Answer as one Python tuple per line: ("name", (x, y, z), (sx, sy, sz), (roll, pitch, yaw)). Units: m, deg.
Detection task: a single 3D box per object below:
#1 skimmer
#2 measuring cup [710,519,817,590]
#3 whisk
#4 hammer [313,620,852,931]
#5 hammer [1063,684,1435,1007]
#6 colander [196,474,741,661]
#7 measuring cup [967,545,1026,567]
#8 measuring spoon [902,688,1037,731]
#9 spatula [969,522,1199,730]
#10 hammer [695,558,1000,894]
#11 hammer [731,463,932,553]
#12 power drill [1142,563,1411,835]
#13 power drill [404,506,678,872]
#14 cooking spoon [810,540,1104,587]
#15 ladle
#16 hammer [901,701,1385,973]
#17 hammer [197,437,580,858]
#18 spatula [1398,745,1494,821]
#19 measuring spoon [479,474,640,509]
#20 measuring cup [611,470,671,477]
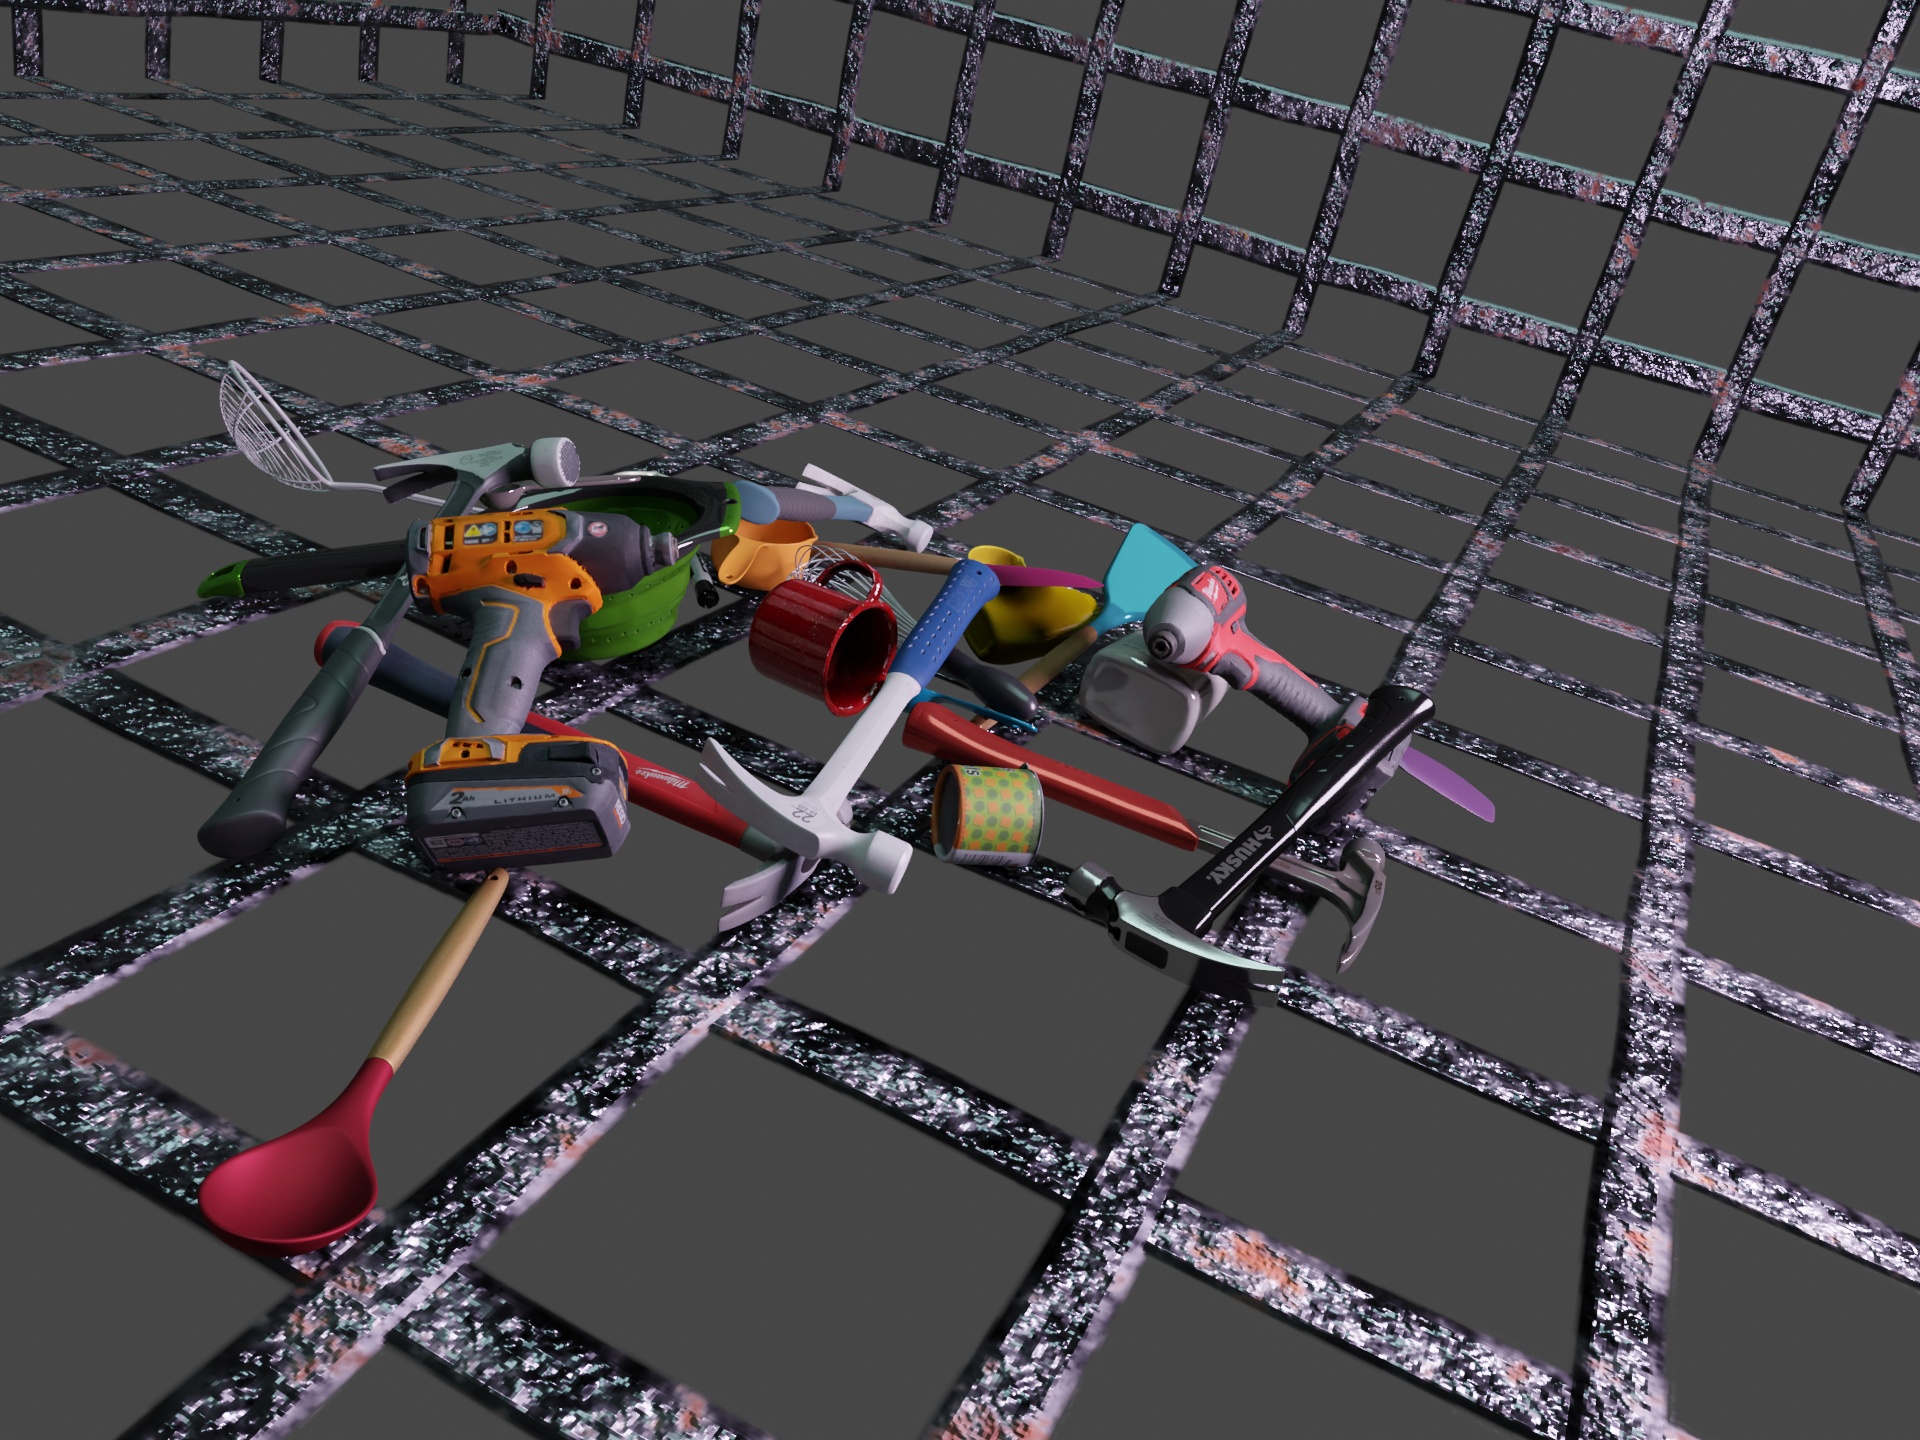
("skimmer", (-0.447, -0.217, 1.356), (0.363, 0.090, 0.127), (13, -5, -6))
("measuring cup", (-0.182, -0.131, 1.361), (0.095, 0.052, 0.174), (15, 28, 1))
("whisk", (-0.042, -0.070, 1.278), (0.070, 0.070, 0.285), (-15, 37, -44))
("hammer", (-0.270, 0.022, 1.032), (0.386, 0.038, 0.143), (22, 29, 15))
("hammer", (0.229, 0.067, 1.076), (0.146, 0.035, 0.335), (32, 48, 29))
("colander", (-0.355, -0.095, 1.188), (0.397, 0.094, 0.205), (-8, 28, -3))
("measuring cup", (0.059, -0.106, 1.467), (0.062, 0.029, 0.157), (-15, 50, -36))
("measuring spoon", (-0.002, -0.004, 1.212), (0.129, 0.021, 0.042), (18, -9, 24))
("spatula", (0.098, -0.071, 1.327), (0.082, 0.044, 0.317), (39, 44, 11))
("hammer", (-0.049, -0.025, 1.117), (0.144, 0.035, 0.406), (25, 32, 3))
("hammer", (-0.125, -0.189, 1.405), (0.128, 0.033, 0.331), (30, 12, 10))
("power drill", (0.234, -0.023, 1.228), (0.220, 0.078, 0.143), (43, 31, 5))
("power drill", (-0.249, -0.031, 0.957), (0.164, 0.084, 0.227), (-6, 61, -4))
("cooking spoon", (-0.023, -0.137, 1.394), (0.319, 0.017, 0.068), (10, 13, 30))
("ladle", (-0.277, 0.154, 0.782), (0.069, 0.031, 0.316), (15, 24, -3))
("hammer", (0.122, 0.069, 1.131), (0.359, 0.036, 0.149), (21, 27, 13))
("hammer", (-0.382, -0.065, 1.035), (0.149, 0.036, 0.409), (-2, 40, 12))
("spatula", (0.306, -0.009, 1.320), (0.316, 0.018, 0.060), (32, 27, 4))
("measuring spoon", (-0.306, -0.174, 1.215), (0.124, 0.018, 0.034), (-9, 23, -19))
("measuring cup", (-0.243, -0.189, 1.462), (0.167, 0.038, 0.083), (11, 26, -10))
